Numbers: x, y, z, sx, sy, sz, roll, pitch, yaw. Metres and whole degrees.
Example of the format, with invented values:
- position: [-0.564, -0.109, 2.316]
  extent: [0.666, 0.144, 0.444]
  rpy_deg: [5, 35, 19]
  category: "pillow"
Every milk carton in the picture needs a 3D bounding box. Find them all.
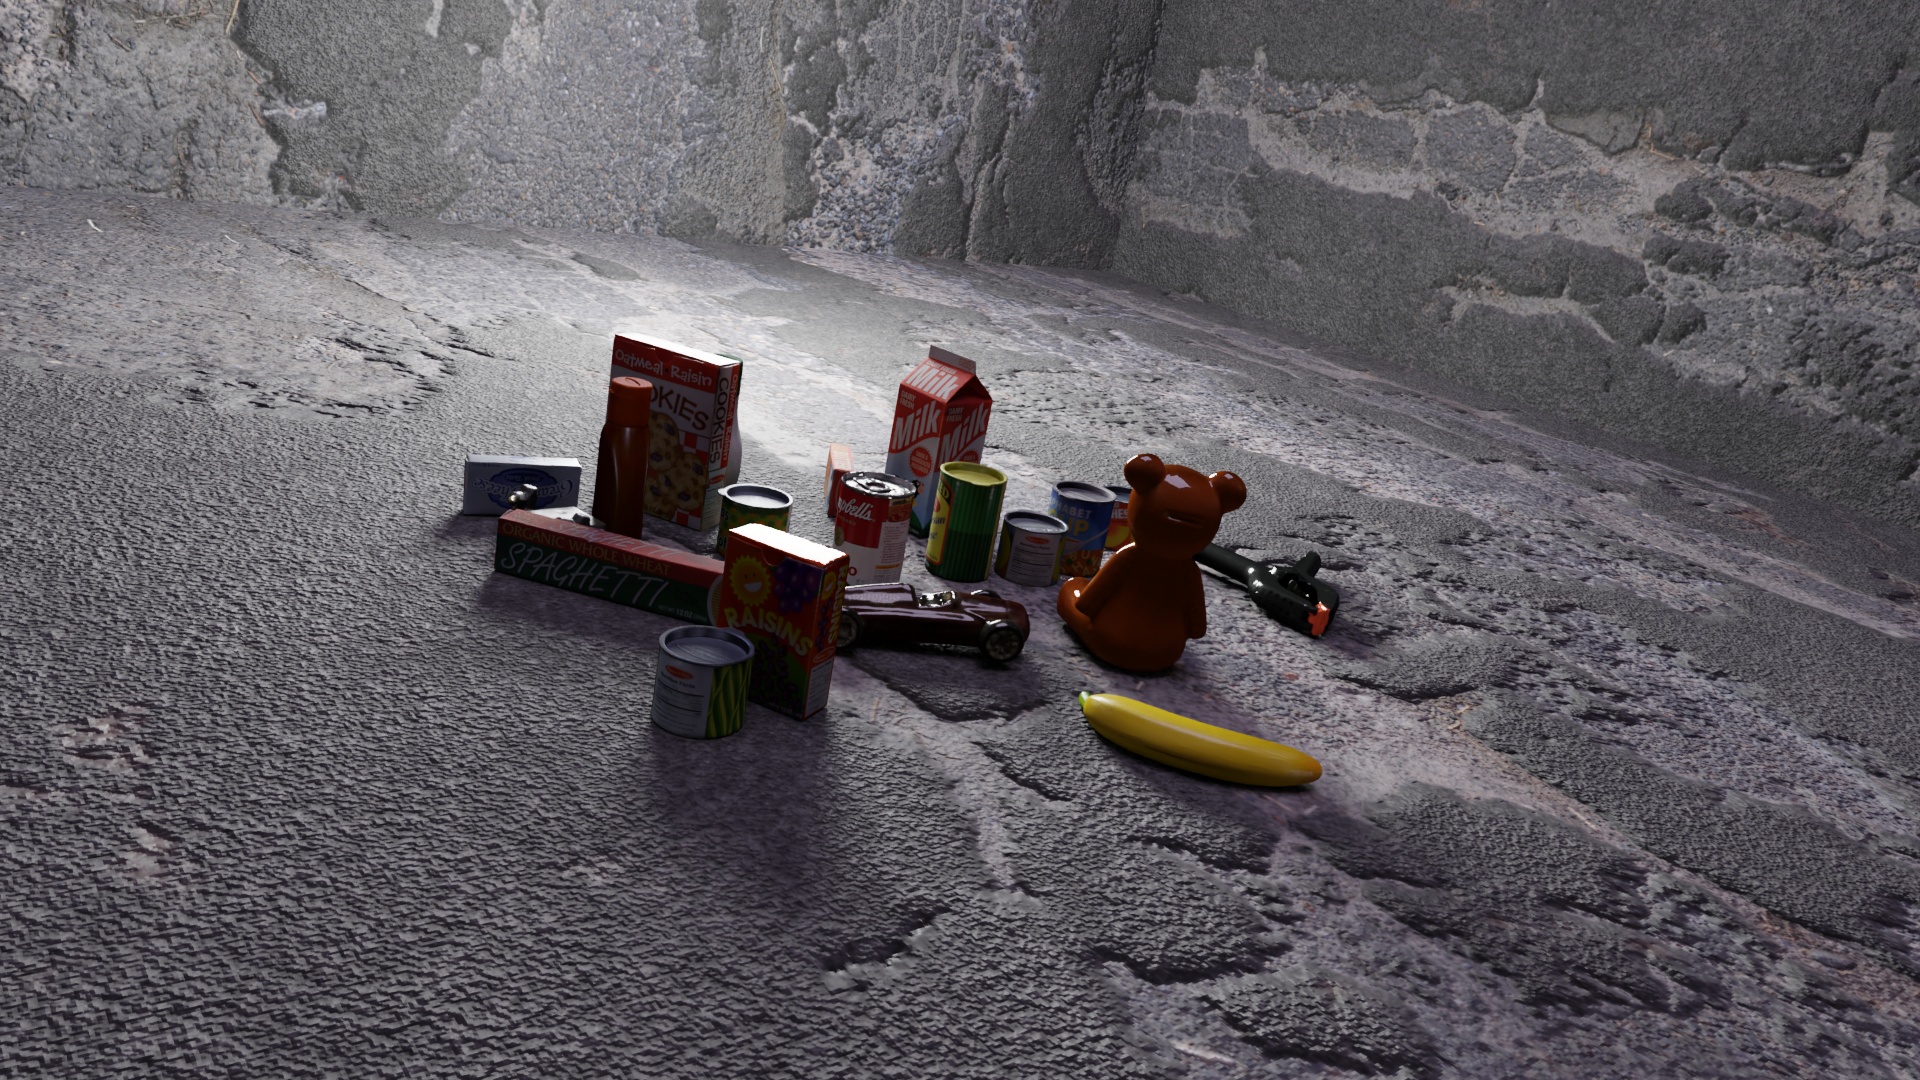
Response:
- position: [-0.024, -0.104, 1.453]
  extent: [0.072, 0.189, 0.074]
  rpy_deg: [26, 23, 39]
  category: "milk carton"

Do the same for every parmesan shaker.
- position: [0.005, -0.017, 1.349]
  extent: [0.071, 0.102, 0.071]
  rpy_deg: [10, 18, -3]
  category: "parmesan shaker"

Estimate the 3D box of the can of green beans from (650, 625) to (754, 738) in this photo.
- position: [-0.181, 0.099, 0.976]
  extent: [0.071, 0.057, 0.071]
  rpy_deg: [10, 18, -3]
  category: "can of green beans"

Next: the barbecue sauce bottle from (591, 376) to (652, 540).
- position: [-0.309, -0.074, 1.272]
  extent: [0.044, 0.148, 0.065]
  rpy_deg: [-1, 22, -33]
  category: "barbecue sauce bottle"

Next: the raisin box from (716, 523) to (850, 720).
- position: [-0.134, 0.059, 1.018]
  extent: [0.086, 0.123, 0.040]
  rpy_deg: [19, 20, 23]
  category: "raisin box"

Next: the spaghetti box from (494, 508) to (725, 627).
- position: [-0.268, 0.027, 1.151]
  extent: [0.250, 0.050, 0.029]
  rpy_deg: [14, 18, 9]
  category: "spaghetti box"

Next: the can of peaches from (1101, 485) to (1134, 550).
- position: [0.179, -0.023, 1.536]
  extent: [0.071, 0.057, 0.071]
  rpy_deg: [10, 18, -3]
  category: "can of peaches"

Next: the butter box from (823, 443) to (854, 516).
- position: [-0.131, -0.066, 1.496]
  extent: [0.024, 0.053, 0.104]
  rpy_deg: [7, 19, -10]
  category: "butter box"

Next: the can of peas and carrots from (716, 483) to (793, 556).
- position: [-0.196, -0.016, 1.304]
  extent: [0.071, 0.058, 0.071]
  rpy_deg: [10, 18, -3]
  category: "can of peas and carrots"

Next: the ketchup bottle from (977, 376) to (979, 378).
- position: [-0.008, -0.113, 1.554]
  extent: [0.043, 0.148, 0.065]
  rpy_deg: [17, 19, 19]
  category: "ketchup bottle"

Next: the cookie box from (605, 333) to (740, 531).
- position: [-0.285, -0.107, 1.352]
  extent: [0.123, 0.166, 0.040]
  rpy_deg: [17, 19, 19]
  category: "cookie box"

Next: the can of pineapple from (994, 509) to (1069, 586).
- position: [0.071, 0.007, 1.386]
  extent: [0.071, 0.057, 0.071]
  rpy_deg: [10, 18, -3]
  category: "can of pineapple"

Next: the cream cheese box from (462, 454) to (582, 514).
- position: [-0.409, -0.051, 1.297]
  extent: [0.104, 0.053, 0.024]
  rpy_deg: [1, 20, -27]
  category: "cream cheese box"

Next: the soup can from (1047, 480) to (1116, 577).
- position: [0.117, -0.012, 1.427]
  extent: [0.071, 0.083, 0.071]
  rpy_deg: [10, 18, -3]
  category: "soup can"

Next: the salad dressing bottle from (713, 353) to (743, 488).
- position: [-0.251, -0.117, 1.433]
  extent: [0.064, 0.147, 0.044]
  rpy_deg: [22, 21, 31]
  category: "salad dressing bottle"
